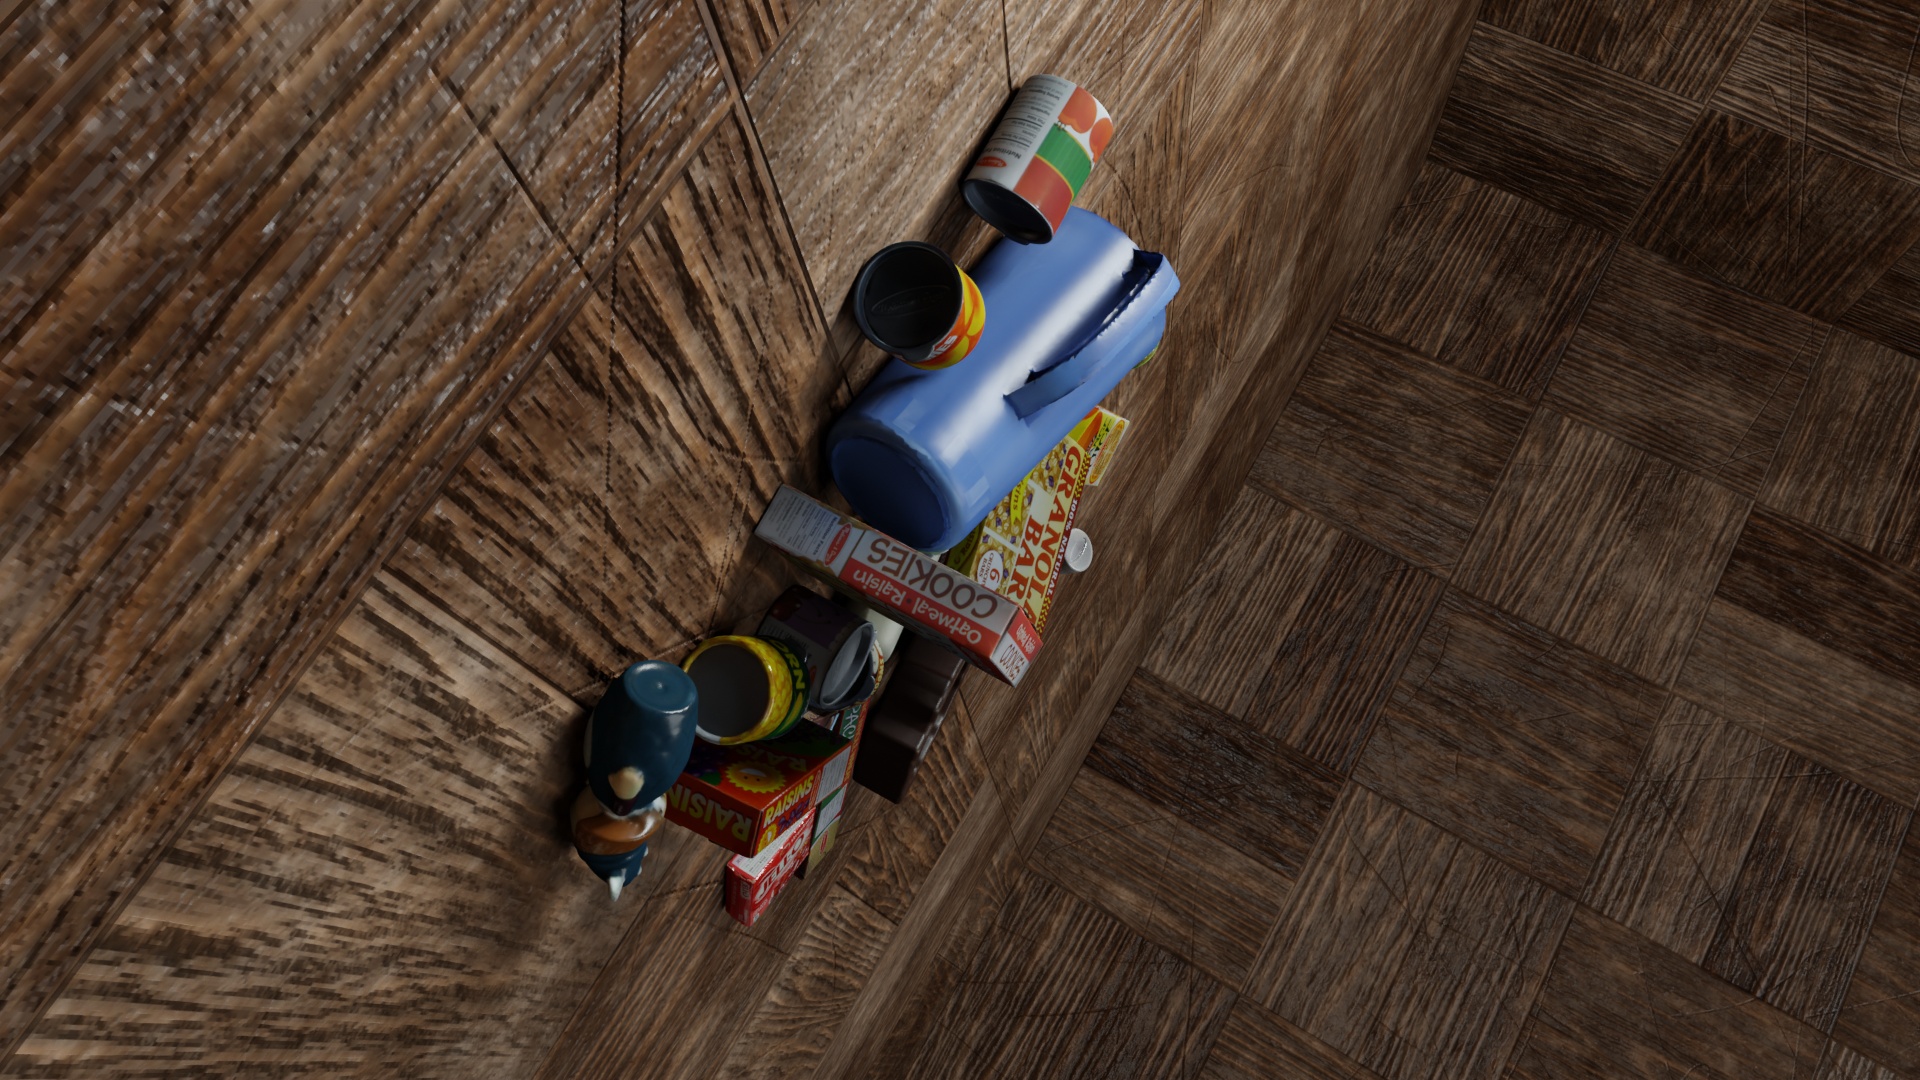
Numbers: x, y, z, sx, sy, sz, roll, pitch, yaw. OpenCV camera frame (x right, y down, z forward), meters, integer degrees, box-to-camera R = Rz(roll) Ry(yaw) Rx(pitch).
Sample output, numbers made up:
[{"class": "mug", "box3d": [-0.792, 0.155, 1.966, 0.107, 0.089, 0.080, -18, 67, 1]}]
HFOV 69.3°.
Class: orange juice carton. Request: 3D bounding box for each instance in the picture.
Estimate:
[{"class": "orange juice carton", "box3d": [0.090, -0.097, 1.257, 0.073, 0.072, 0.193, -65, 165, 8]}]

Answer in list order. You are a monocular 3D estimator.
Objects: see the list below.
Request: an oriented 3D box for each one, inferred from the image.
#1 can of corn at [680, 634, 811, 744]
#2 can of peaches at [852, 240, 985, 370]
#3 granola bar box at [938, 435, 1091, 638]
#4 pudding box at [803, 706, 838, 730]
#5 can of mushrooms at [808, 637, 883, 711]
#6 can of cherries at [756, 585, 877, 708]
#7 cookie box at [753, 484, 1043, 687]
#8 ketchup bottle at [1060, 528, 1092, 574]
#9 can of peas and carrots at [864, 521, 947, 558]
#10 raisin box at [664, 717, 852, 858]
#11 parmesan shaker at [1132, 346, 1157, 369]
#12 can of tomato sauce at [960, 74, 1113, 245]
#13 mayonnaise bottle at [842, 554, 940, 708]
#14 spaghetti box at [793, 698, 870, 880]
[{"class": "can of corn", "box3d": [-0.131, 0.089, 0.853, 0.071, 0.071, 0.058, -63, 165, 3]}, {"class": "can of peaches", "box3d": [-0.023, -0.134, 0.818, 0.071, 0.071, 0.058, -63, 166, 4]}, {"class": "granola bar box", "box3d": [0.041, -0.015, 1.080, 0.124, 0.039, 0.166, 35, 68, -53]}, {"class": "pudding box", "box3d": [-0.129, 0.164, 1.066, 0.083, 0.030, 0.050, -66, 164, 14]}, {"class": "can of mushrooms", "box3d": [-0.088, 0.090, 0.993, 0.071, 0.071, 0.033, -62, 167, -1]}, {"class": "can of cherries", "box3d": [-0.099, 0.071, 0.947, 0.072, 0.058, 0.071, -55, 163, -26]}, {"class": "cookie box", "box3d": [-0.034, 0.030, 0.877, 0.040, 0.167, 0.122, -61, 165, -7]}, {"class": "ketchup bottle", "box3d": [0.046, 0.016, 1.189, 0.043, 0.148, 0.065, 50, 53, -25]}, {"class": "can of peas and carrots", "box3d": [-0.029, -0.030, 0.982, 0.071, 0.071, 0.058, -37, 151, -58]}, {"class": "raisin box", "box3d": [-0.138, 0.151, 0.904, 0.124, 0.086, 0.040, -29, 138, -65]}, {"class": "parmesan shaker", "box3d": [0.141, -0.195, 1.264, 0.071, 0.071, 0.103, -63, 165, 3]}, {"class": "can of tomato sauce", "box3d": [0.050, -0.239, 0.878, 0.083, 0.071, 0.071, -60, 165, -10]}, {"class": "mayonnaise bottle", "box3d": [-0.064, 0.055, 1.039, 0.147, 0.041, 0.065, -65, -152, 16]}, {"class": "spaghetti box", "box3d": [-0.112, 0.191, 1.173, 0.050, 0.029, 0.248, -45, 158, -48]}]
